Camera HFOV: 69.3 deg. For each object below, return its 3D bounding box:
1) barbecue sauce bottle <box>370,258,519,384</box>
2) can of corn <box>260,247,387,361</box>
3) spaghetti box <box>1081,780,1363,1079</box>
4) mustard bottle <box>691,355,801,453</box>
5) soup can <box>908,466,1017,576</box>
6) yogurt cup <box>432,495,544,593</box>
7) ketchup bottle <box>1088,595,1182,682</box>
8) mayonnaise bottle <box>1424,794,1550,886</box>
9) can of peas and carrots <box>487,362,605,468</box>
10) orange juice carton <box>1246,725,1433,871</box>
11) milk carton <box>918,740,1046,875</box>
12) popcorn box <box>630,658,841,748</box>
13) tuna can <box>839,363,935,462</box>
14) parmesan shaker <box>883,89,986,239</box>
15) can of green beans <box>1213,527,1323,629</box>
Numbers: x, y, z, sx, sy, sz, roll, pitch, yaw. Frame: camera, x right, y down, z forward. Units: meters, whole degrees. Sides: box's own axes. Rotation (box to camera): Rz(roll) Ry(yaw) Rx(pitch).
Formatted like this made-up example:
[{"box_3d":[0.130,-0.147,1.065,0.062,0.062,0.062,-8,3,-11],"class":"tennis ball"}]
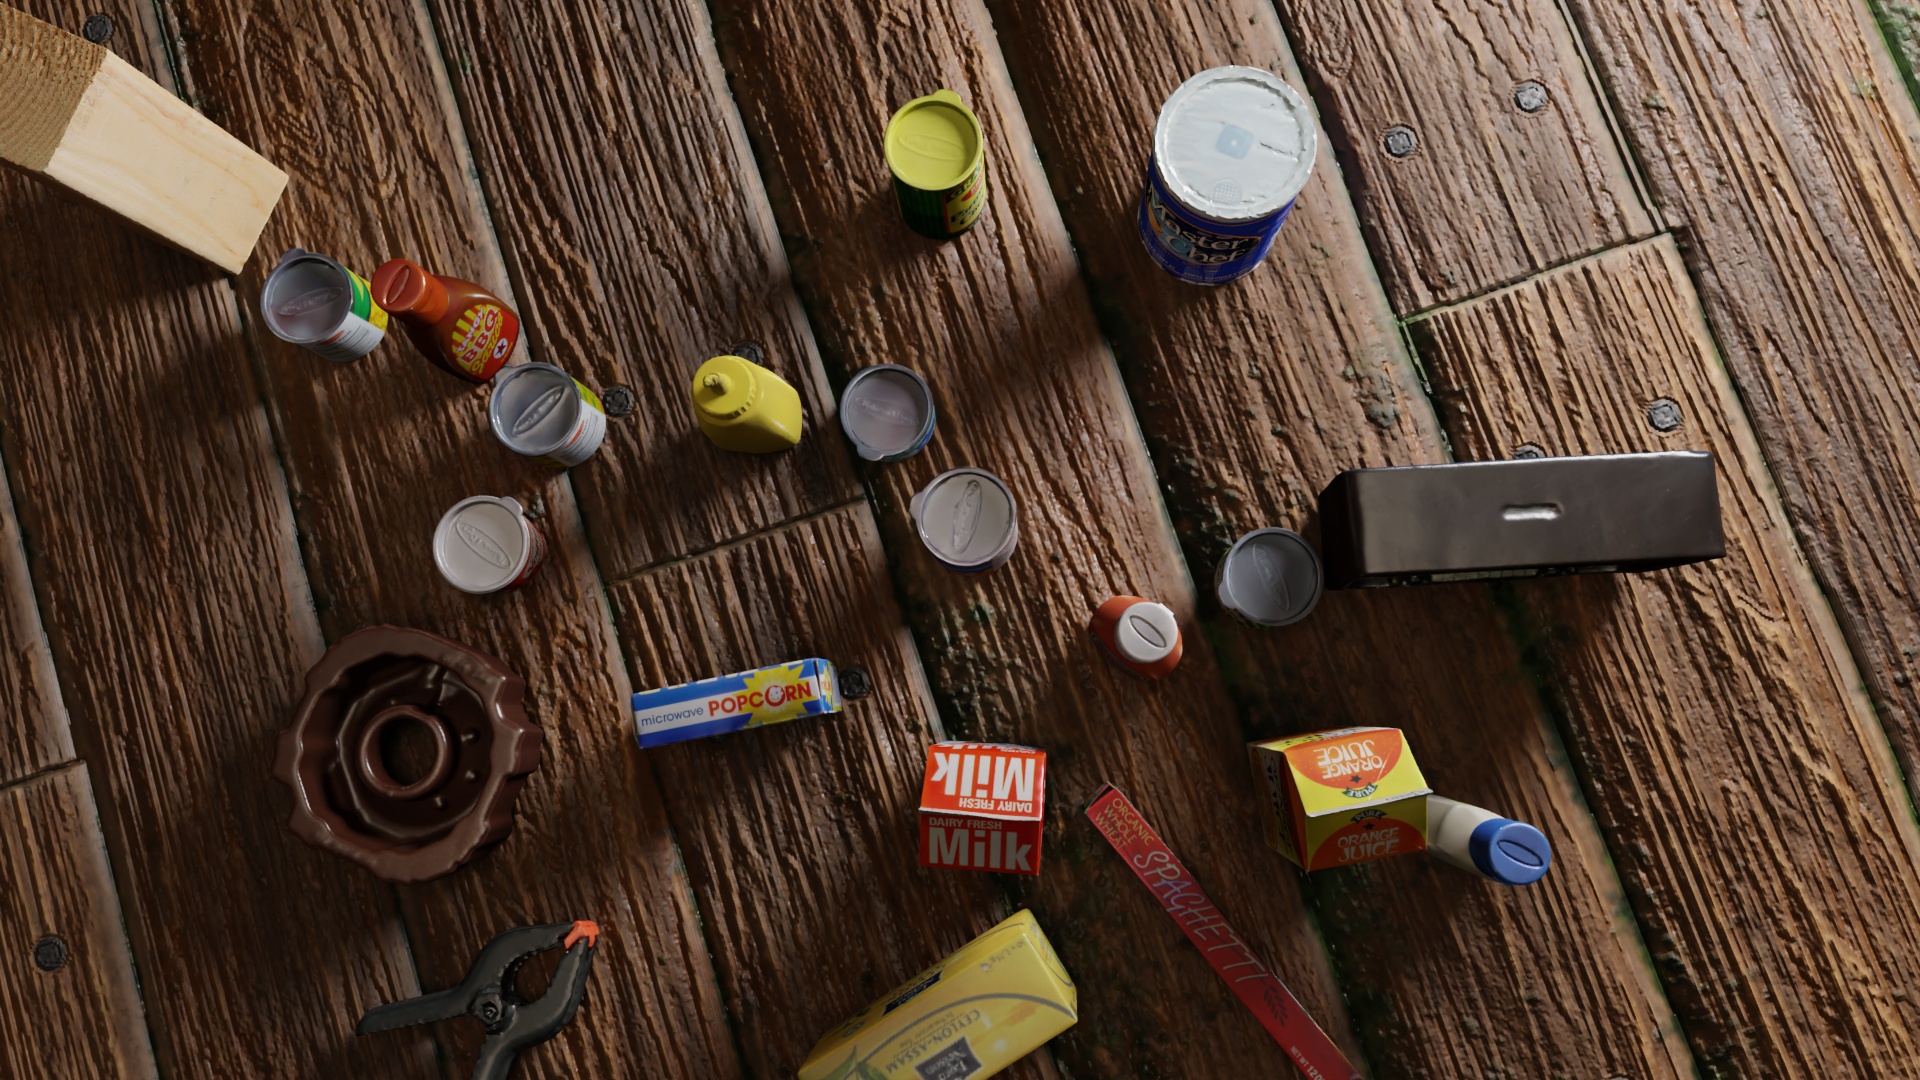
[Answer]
[{"box_3d":[-0.353,-0.153,0.952,0.044,0.148,0.065,26,85,6],"class":"barbecue sauce bottle"},{"box_3d":[-0.460,-0.170,1.005,0.071,0.058,0.071,0,83,3],"class":"can of corn"},{"box_3d":[0.170,0.264,0.921,0.029,0.050,0.250,-40,82,-2],"class":"spaghetti box"},{"box_3d":[-0.147,-0.093,0.928,0.065,0.160,0.049,-3,83,3],"class":"mustard bottle"},{"box_3d":[0.003,-0.012,0.948,0.071,0.083,0.071,0,83,3],"class":"soup can"},{"box_3d":[-0.328,0.005,0.978,0.072,0.054,0.072,0,83,3],"class":"yogurt cup"},{"box_3d":[0.116,0.062,0.900,0.065,0.148,0.043,41,87,7],"class":"ketchup bottle"},{"box_3d":[0.327,0.189,0.873,0.065,0.148,0.041,26,85,6],"class":"mayonnaise bottle"},{"box_3d":[-0.294,-0.089,0.986,0.071,0.058,0.071,0,83,3],"class":"can of peas and carrots"},{"box_3d":[0.232,0.157,0.860,0.072,0.192,0.073,-11,83,2],"class":"orange juice carton"},{"box_3d":[0.016,0.165,0.871,0.072,0.190,0.073,3,83,4],"class":"milk carton"},{"box_3d":[-0.149,0.110,0.939,0.127,0.085,0.038,-11,83,2],"class":"popcorn box"},{"box_3d":[-0.052,-0.088,0.987,0.071,0.033,0.071,0,83,3],"class":"tuna can"},{"box_3d":[-0.015,-0.260,0.972,0.071,0.103,0.071,0,83,3],"class":"parmesan shaker"},{"box_3d":[0.208,0.027,0.946,0.071,0.058,0.071,0,83,3],"class":"can of green beans"}]
